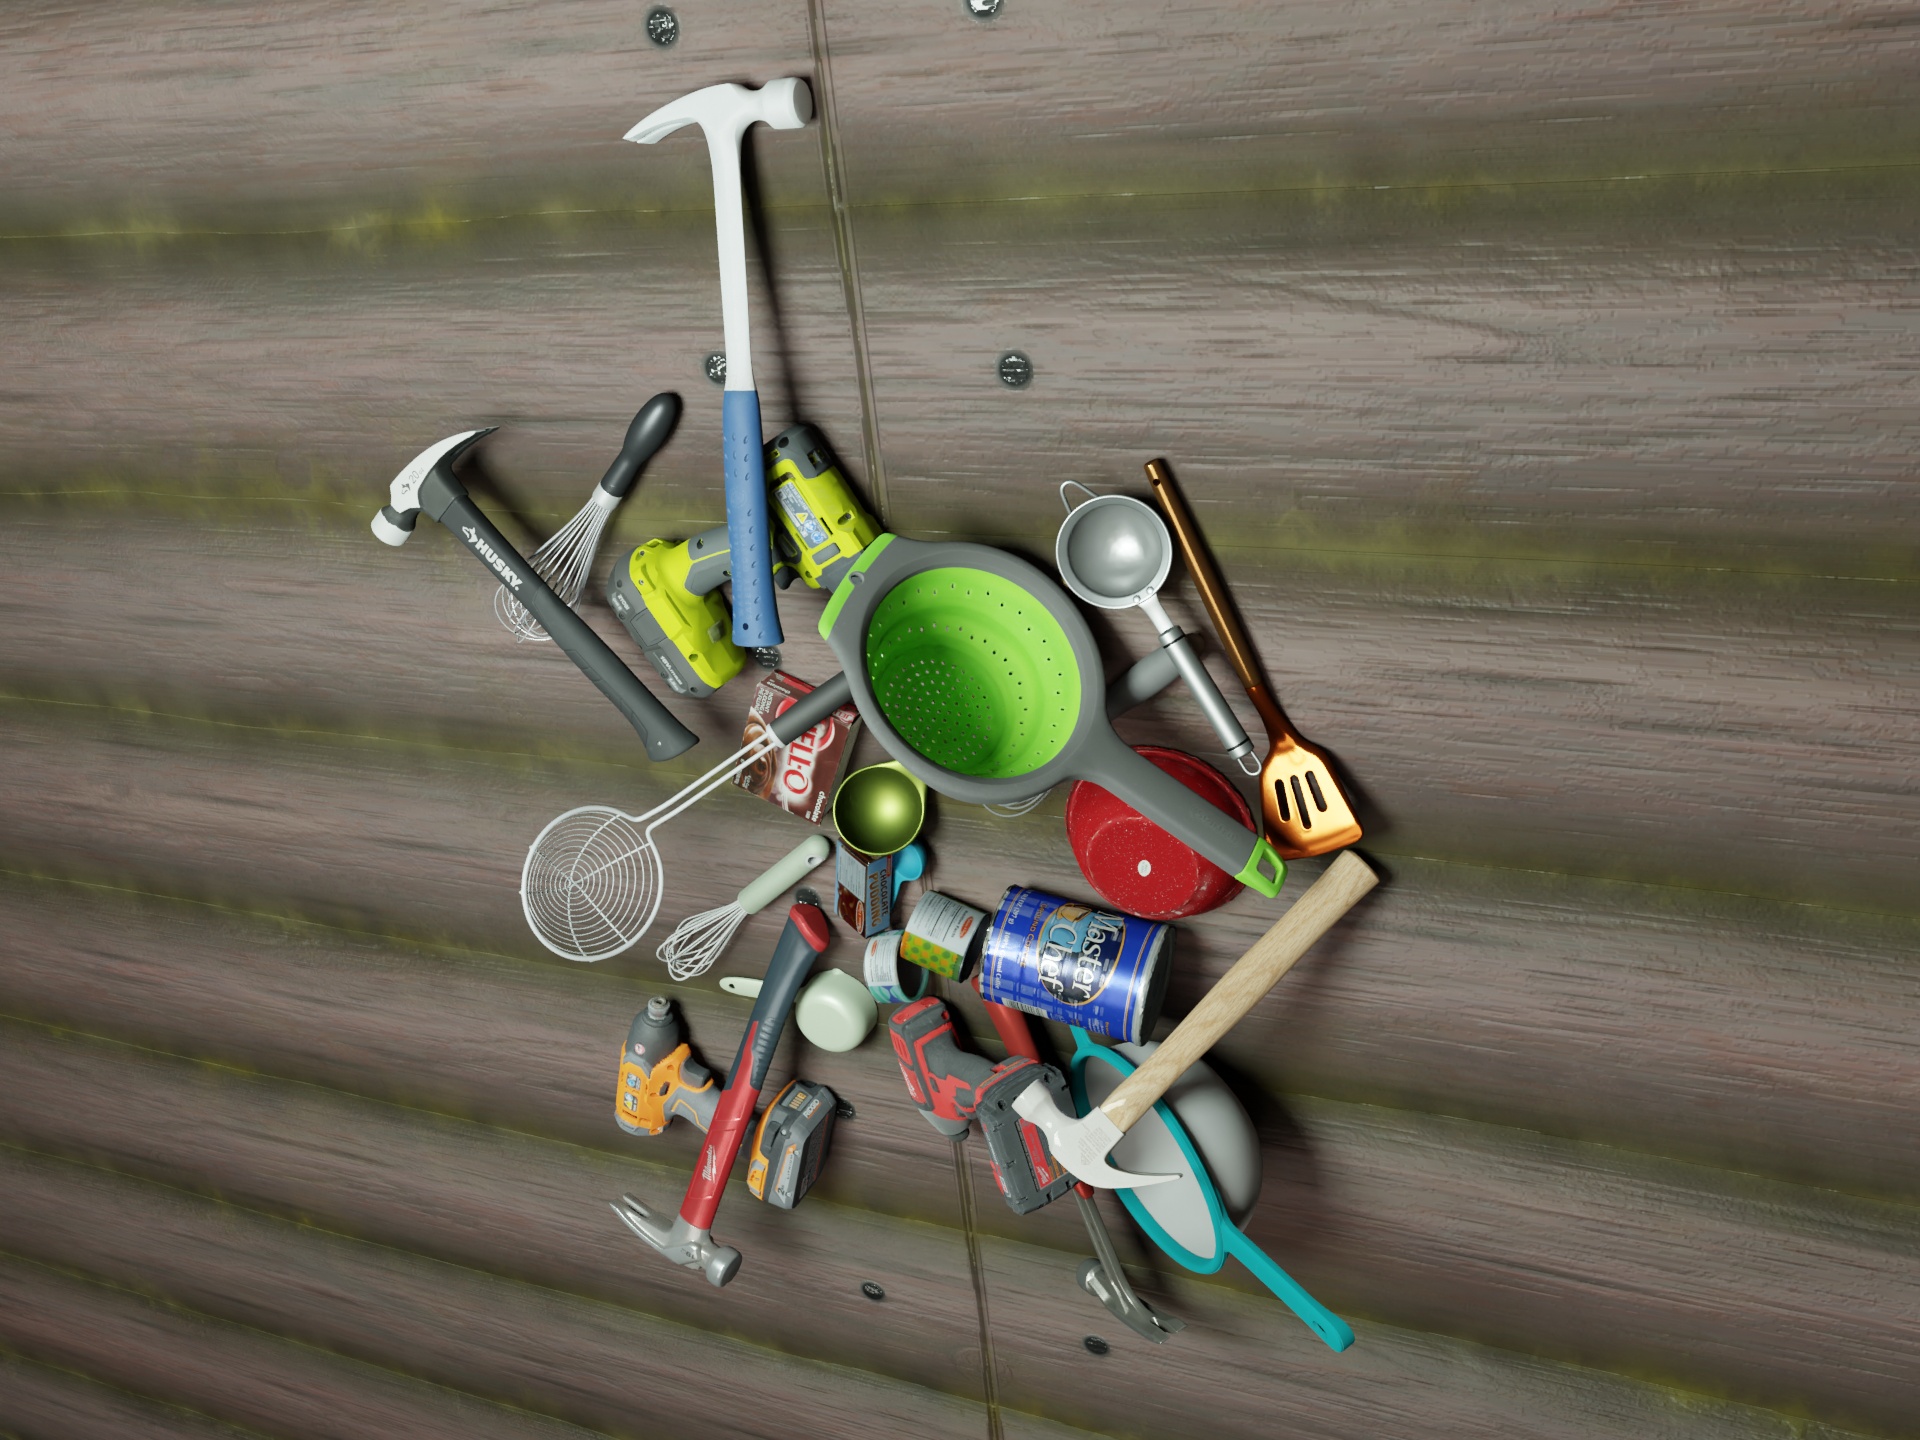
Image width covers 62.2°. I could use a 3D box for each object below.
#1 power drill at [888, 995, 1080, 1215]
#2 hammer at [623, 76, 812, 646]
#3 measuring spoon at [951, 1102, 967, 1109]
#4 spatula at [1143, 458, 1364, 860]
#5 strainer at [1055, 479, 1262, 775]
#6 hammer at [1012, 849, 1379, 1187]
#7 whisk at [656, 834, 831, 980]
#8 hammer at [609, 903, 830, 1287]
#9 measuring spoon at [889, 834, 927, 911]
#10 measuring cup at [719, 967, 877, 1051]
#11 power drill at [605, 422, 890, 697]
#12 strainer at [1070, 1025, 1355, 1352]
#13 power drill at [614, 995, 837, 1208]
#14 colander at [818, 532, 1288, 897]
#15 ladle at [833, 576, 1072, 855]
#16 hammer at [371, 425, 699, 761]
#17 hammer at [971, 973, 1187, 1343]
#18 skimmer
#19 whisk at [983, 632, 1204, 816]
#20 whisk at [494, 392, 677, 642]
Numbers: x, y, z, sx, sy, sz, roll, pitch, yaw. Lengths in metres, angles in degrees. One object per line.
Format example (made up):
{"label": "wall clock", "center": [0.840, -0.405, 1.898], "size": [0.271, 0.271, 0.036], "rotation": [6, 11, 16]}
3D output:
{"label": "power drill", "center": [0.018, 0.339, 1.404], "size": [0.220, 0.078, 0.143], "rotation": [17, 128, 59]}
{"label": "hammer", "center": [-0.169, -0.257, 1.186], "size": [0.144, 0.035, 0.405], "rotation": [4, 104, 24]}
{"label": "measuring spoon", "center": [0.037, 0.368, 1.498], "size": [0.124, 0.018, 0.034], "rotation": [-7, 113, 26]}
{"label": "spatula", "center": [0.206, -0.045, 1.182], "size": [0.081, 0.041, 0.322], "rotation": [-18, 107, 32]}
{"label": "strainer", "center": [0.151, -0.069, 1.174], "size": [0.087, 0.050, 0.258], "rotation": [-31, 92, 23]}
{"label": "hammer", "center": [0.199, 0.230, 1.231], "size": [0.331, 0.031, 0.130], "rotation": [-45, 74, 1]}
{"label": "whisk", "center": [-0.203, 0.173, 1.488], "size": [0.057, 0.059, 0.246], "rotation": [25, 130, -36]}
{"label": "hammer", "center": [-0.219, 0.342, 1.513], "size": [0.143, 0.038, 0.386], "rotation": [26, 105, 21]}
{"label": "measuring spoon", "center": [-0.057, 0.146, 1.424], "size": [0.042, 0.021, 0.128], "rotation": [43, 137, 18]}
{"label": "measuring cup", "center": [-0.163, 0.274, 1.524], "size": [0.167, 0.038, 0.083], "rotation": [7, 119, 19]}
{"label": "power drill", "center": [-0.164, -0.115, 1.292], "size": [0.223, 0.080, 0.171], "rotation": [-27, 102, 30]}
{"label": "strainer", "center": [0.223, 0.376, 1.304], "size": [0.341, 0.095, 0.210], "rotation": [36, 145, 50]}
{"label": "power drill", "center": [-0.242, 0.376, 1.594], "size": [0.226, 0.084, 0.164], "rotation": [22, 122, 16]}
{"label": "colander", "center": [0.066, 0.023, 1.198], "size": [0.397, 0.205, 0.094], "rotation": [35, 149, -5]}
{"label": "ladle", "center": [-0.002, -0.004, 1.291], "size": [0.078, 0.062, 0.320], "rotation": [41, 123, 1]}
{"label": "hammer", "center": [-0.341, -0.096, 1.330], "size": [0.335, 0.035, 0.146], "rotation": [47, 116, 1]}
{"label": "hammer", "center": [0.095, 0.384, 1.429], "size": [0.149, 0.036, 0.359], "rotation": [1, 115, 65]}
{"label": "skimmer", "center": [-0.198, 0.060, 1.303], "size": [0.363, 0.090, 0.127], "rotation": [-35, 115, 7]}
{"label": "whisk", "center": [0.101, 0.004, 1.254], "size": [0.239, 0.055, 0.055], "rotation": [-39, 97, 30]}
{"label": "whisk", "center": [-0.312, -0.167, 1.345], "size": [0.070, 0.070, 0.284], "rotation": [41, 120, -1]}
